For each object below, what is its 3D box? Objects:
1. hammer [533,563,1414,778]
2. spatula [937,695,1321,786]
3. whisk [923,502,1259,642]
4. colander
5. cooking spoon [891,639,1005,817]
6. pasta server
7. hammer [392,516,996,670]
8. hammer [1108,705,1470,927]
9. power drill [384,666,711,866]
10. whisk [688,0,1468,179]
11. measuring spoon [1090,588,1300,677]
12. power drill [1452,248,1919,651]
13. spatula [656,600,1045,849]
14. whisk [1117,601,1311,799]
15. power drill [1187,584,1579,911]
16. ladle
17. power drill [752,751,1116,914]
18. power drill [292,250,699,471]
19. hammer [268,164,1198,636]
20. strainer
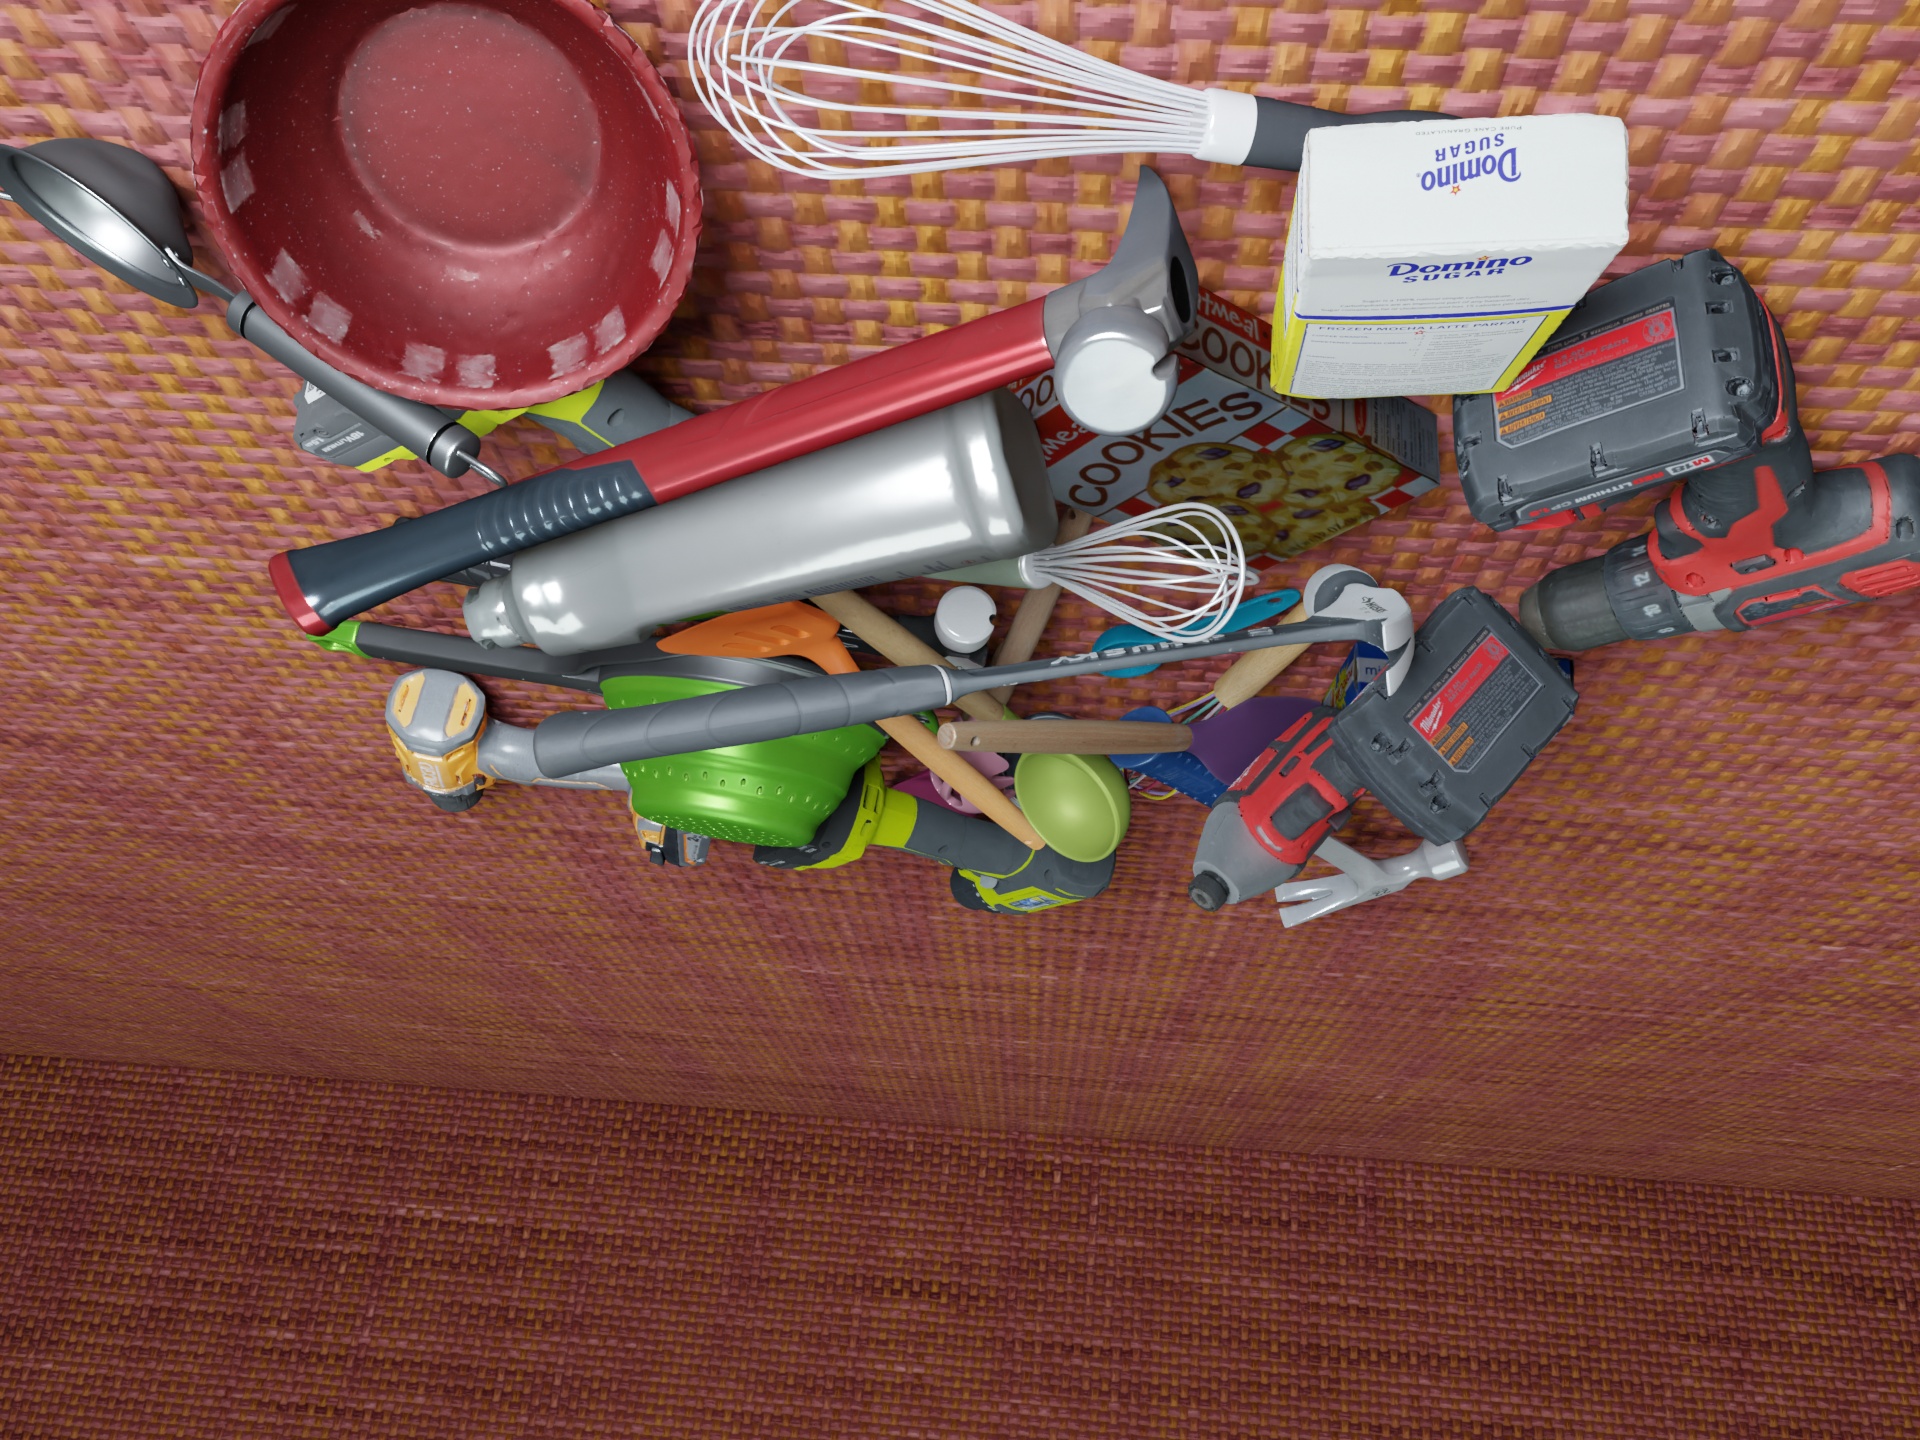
[{"bbox_3d":[0.007,-0.016,0.735,0.409,0.036,0.149,-9,-166,1],"label":"hammer"},{"bbox_3d":[0.103,0.011,0.858,0.315,0.059,0.018,2,-159,-46],"label":"spatula"},{"bbox_3d":[0.042,-0.074,0.742,0.057,0.059,0.246,-2,-172,-37],"label":"whisk"},{"bbox_3d":[-0.216,0.010,0.968,0.397,0.094,0.204,9,168,6],"label":"colander"},{"bbox_3d":[0.001,0.016,1.079,0.068,0.017,0.318,14,157,-6],"label":"cooking spoon"},{"bbox_3d":[0.031,-0.031,0.905,0.060,0.040,0.316,44,147,14],"label":"pasta server"},{"bbox_3d":[-0.152,-0.065,0.883,0.334,0.035,0.146,10,166,-4],"label":"hammer"},{"bbox_3d":[0.207,0.069,1.057,0.144,0.035,0.405,-25,151,27],"label":"hammer"},{"bbox_3d":[-0.283,0.040,1.122,0.226,0.084,0.185,13,157,-8],"label":"power drill"},{"bbox_3d":[0.055,-0.199,0.518,0.284,0.070,0.070,4,158,-11],"label":"whisk"},{"bbox_3d":[0.130,-0.056,0.894,0.128,0.021,0.042,-20,147,29],"label":"measuring spoon"},{"bbox_3d":[0.299,-0.093,0.692,0.188,0.080,0.226,-17,152,42],"label":"power drill"},{"bbox_3d":[-0.035,0.010,0.883,0.081,0.041,0.322,-17,144,27],"label":"spatula"},{"bbox_3d":[0.150,-0.010,0.965,0.051,0.047,0.245,0,155,-21],"label":"whisk"},{"bbox_3d":[0.200,0.029,0.821,0.078,0.143,0.219,47,155,2],"label":"power drill"},{"bbox_3d":[-0.001,-0.003,0.846,0.078,0.062,0.319,16,167,40],"label":"ladle"},{"bbox_3d":[-0.026,0.089,1.146,0.228,0.080,0.190,17,161,-22],"label":"power drill"},{"bbox_3d":[-0.170,-0.124,0.715,0.171,0.080,0.223,-15,153,37],"label":"power drill"},{"bbox_3d":[-0.099,-0.106,0.597,0.386,0.143,0.038,-14,125,22],"label":"hammer"},{"bbox_3d":[-0.270,-0.158,0.598,0.258,0.050,0.086,34,165,9],"label":"strainer"}]
